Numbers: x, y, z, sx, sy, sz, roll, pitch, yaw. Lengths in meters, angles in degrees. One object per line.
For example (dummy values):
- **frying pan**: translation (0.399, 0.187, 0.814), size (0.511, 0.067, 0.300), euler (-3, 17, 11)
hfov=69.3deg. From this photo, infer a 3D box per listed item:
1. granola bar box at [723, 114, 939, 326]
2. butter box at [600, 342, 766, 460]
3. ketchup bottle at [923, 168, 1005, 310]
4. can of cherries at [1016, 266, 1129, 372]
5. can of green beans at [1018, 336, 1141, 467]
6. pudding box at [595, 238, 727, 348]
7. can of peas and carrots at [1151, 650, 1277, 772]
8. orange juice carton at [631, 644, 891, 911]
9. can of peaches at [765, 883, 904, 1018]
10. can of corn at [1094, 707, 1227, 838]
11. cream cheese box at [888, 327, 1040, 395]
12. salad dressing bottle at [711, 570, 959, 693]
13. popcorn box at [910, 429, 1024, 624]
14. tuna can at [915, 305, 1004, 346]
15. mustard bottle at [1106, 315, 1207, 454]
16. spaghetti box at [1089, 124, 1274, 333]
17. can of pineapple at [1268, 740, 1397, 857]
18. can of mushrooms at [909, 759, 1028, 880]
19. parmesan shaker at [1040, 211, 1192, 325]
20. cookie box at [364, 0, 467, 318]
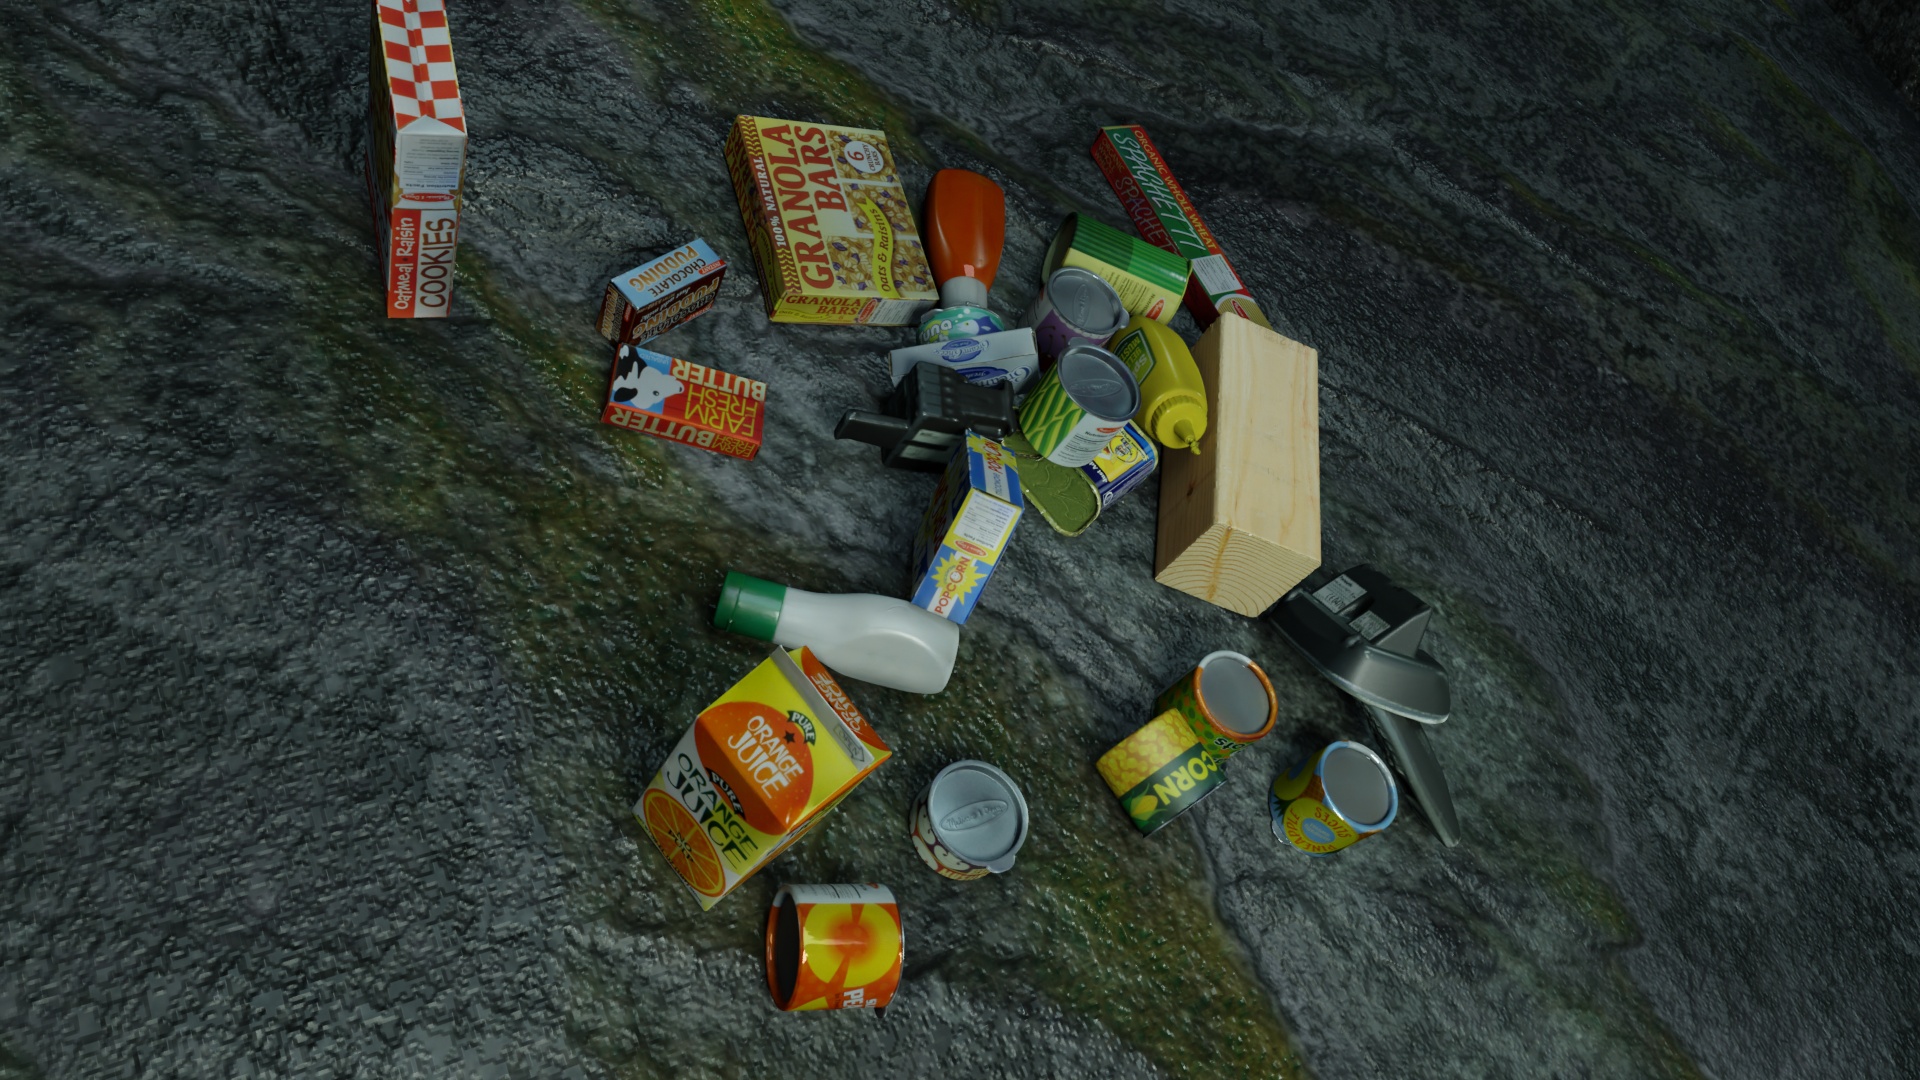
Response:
- **granola bar box**: translation (-0.098, -0.238, 1.042), size (0.124, 0.039, 0.166), euler (-3, 62, -30)
- **butter box**: translation (-0.180, -0.091, 0.915), size (0.103, 0.024, 0.053), euler (15, 54, -19)
- **ketchup bottle**: translation (0.003, -0.221, 1.081), size (0.065, 0.043, 0.149), euler (13, 55, -19)
- **can of cherries**: translation (0.087, -0.168, 1.082), size (0.071, 0.058, 0.072), euler (14, 54, -20)
- **can of green beans**: translation (0.081, -0.093, 0.956), size (0.071, 0.057, 0.071), euler (16, 52, -21)
- **pudding box**: translation (-0.201, -0.164, 0.934), size (0.030, 0.049, 0.084), euler (46, 50, 8)
- **can of peas and carrots**: translation (0.174, 0.118, 0.946), size (0.071, 0.058, 0.071), euler (13, 56, -20)
- **orange juice carton**: translation (-0.101, 0.119, 0.716), size (0.073, 0.191, 0.072), euler (-33, 80, -37)
- **can of peaches**: translation (-0.069, 0.221, 0.749), size (0.058, 0.071, 0.071), euler (7, 58, -24)
- **can of corn**: translation (0.130, 0.149, 0.896), size (0.071, 0.070, 0.058), euler (-25, 74, -37)
- **cream cheese box**: translation (0.004, -0.120, 0.983), size (0.104, 0.053, 0.024), euler (-9, 65, 3)
- **salad dressing bottle**: translation (-0.077, 0.054, 0.856), size (0.148, 0.064, 0.044), euler (16, 48, -9)
- **popcorn box**: translation (0.003, -0.011, 0.887), size (0.038, 0.085, 0.127), euler (24, 18, -9)
- **tuna can**: translation (0.000, -0.139, 1.011), size (0.071, 0.070, 0.033), euler (7, 59, -24)
- **mustard bottle**: translation (0.152, -0.112, 1.046), size (0.049, 0.065, 0.161), euler (22, 27, -25)
- **spaghetti box**: translation (0.194, -0.261, 1.216), size (0.050, 0.028, 0.250), euler (-16, 69, -34)
- **can of pineapple**: translation (0.254, 0.178, 0.951), size (0.071, 0.057, 0.071), euler (13, 56, -20)
- **can of mushrooms**: translation (0.005, 0.172, 0.840), size (0.071, 0.033, 0.071), euler (14, 55, -20)
- **parmesan shaker**: translation (0.126, -0.220, 1.127), size (0.103, 0.071, 0.072), euler (20, 53, -15)
- **cookie box**: translation (-0.329, -0.231, 0.835), size (0.040, 0.166, 0.123), euler (-5, 64, -27)
